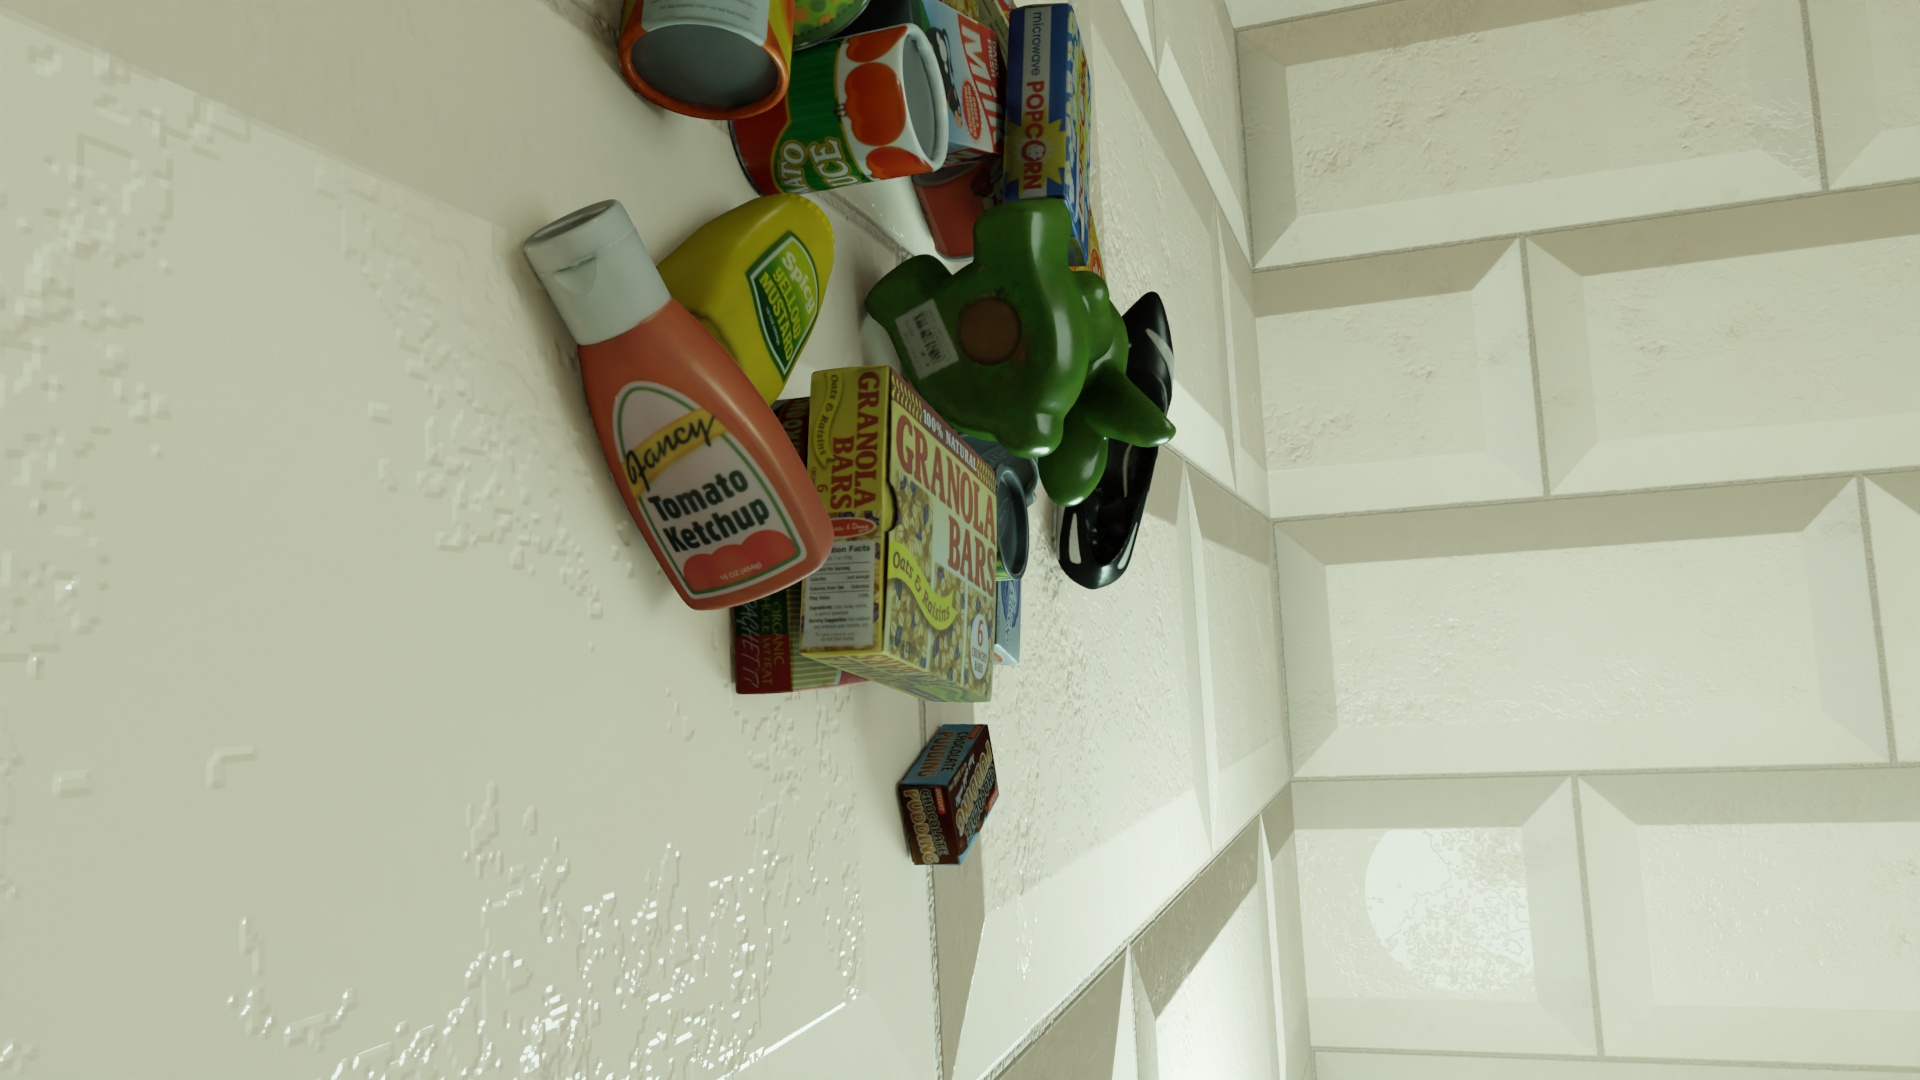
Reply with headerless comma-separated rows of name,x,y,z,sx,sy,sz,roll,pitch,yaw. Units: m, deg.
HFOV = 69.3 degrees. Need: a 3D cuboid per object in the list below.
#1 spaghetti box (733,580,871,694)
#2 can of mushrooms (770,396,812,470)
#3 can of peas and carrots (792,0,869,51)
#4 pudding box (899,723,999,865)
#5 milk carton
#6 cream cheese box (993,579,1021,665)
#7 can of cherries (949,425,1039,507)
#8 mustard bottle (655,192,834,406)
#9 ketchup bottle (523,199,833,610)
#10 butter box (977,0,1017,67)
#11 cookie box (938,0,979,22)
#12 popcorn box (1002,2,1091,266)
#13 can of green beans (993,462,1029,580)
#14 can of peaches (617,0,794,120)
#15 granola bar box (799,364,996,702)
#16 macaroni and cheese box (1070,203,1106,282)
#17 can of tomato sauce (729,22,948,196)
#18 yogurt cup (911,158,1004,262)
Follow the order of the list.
spaghetti box,-0.043,0.046,0.696,0.250,0.028,0.050,9,78,-71
can of mushrooms,-0.073,-0.033,0.622,0.071,0.033,0.071,-5,91,-72
can of peas and carrots,-0.077,-0.262,0.612,0.058,0.071,0.071,59,32,-52
pudding box,-0.005,0.142,0.783,0.084,0.030,0.049,-45,128,-66
milk carton,-0.024,-0.244,0.760,0.191,0.072,0.073,-33,117,-70
cream cheese box,0.022,0.026,0.904,0.053,0.024,0.104,49,40,-63
can of cherries,0.020,-0.060,0.852,0.059,0.071,0.071,-79,156,-43
mustard bottle,-0.085,-0.109,0.579,0.161,0.049,0.065,-71,151,-51
ketchup bottle,-0.103,-0.047,0.498,0.044,0.064,0.148,-87,155,-61
butter box,0.027,-0.361,0.970,0.103,0.024,0.053,62,23,-5
cookie box,-0.033,-0.350,0.812,0.168,0.040,0.122,-18,102,-71
popcorn box,0.052,-0.235,0.813,0.085,0.038,0.127,51,40,-70
can of green beans,0.003,-0.008,0.803,0.071,0.058,0.071,-6,91,-72
can of peaches,-0.098,-0.205,0.542,0.071,0.071,0.058,42,46,-64
granola bar box,-0.023,0.004,0.647,0.165,0.039,0.124,38,51,-68
macaroni and cheese box,0.080,-0.234,1.120,0.124,0.040,0.165,-71,150,-51
can of tomato sauce,-0.054,-0.194,0.639,0.071,0.083,0.071,-6,91,-72
yogurt cup,0.005,-0.213,0.856,0.053,0.072,0.073,59,31,-38
